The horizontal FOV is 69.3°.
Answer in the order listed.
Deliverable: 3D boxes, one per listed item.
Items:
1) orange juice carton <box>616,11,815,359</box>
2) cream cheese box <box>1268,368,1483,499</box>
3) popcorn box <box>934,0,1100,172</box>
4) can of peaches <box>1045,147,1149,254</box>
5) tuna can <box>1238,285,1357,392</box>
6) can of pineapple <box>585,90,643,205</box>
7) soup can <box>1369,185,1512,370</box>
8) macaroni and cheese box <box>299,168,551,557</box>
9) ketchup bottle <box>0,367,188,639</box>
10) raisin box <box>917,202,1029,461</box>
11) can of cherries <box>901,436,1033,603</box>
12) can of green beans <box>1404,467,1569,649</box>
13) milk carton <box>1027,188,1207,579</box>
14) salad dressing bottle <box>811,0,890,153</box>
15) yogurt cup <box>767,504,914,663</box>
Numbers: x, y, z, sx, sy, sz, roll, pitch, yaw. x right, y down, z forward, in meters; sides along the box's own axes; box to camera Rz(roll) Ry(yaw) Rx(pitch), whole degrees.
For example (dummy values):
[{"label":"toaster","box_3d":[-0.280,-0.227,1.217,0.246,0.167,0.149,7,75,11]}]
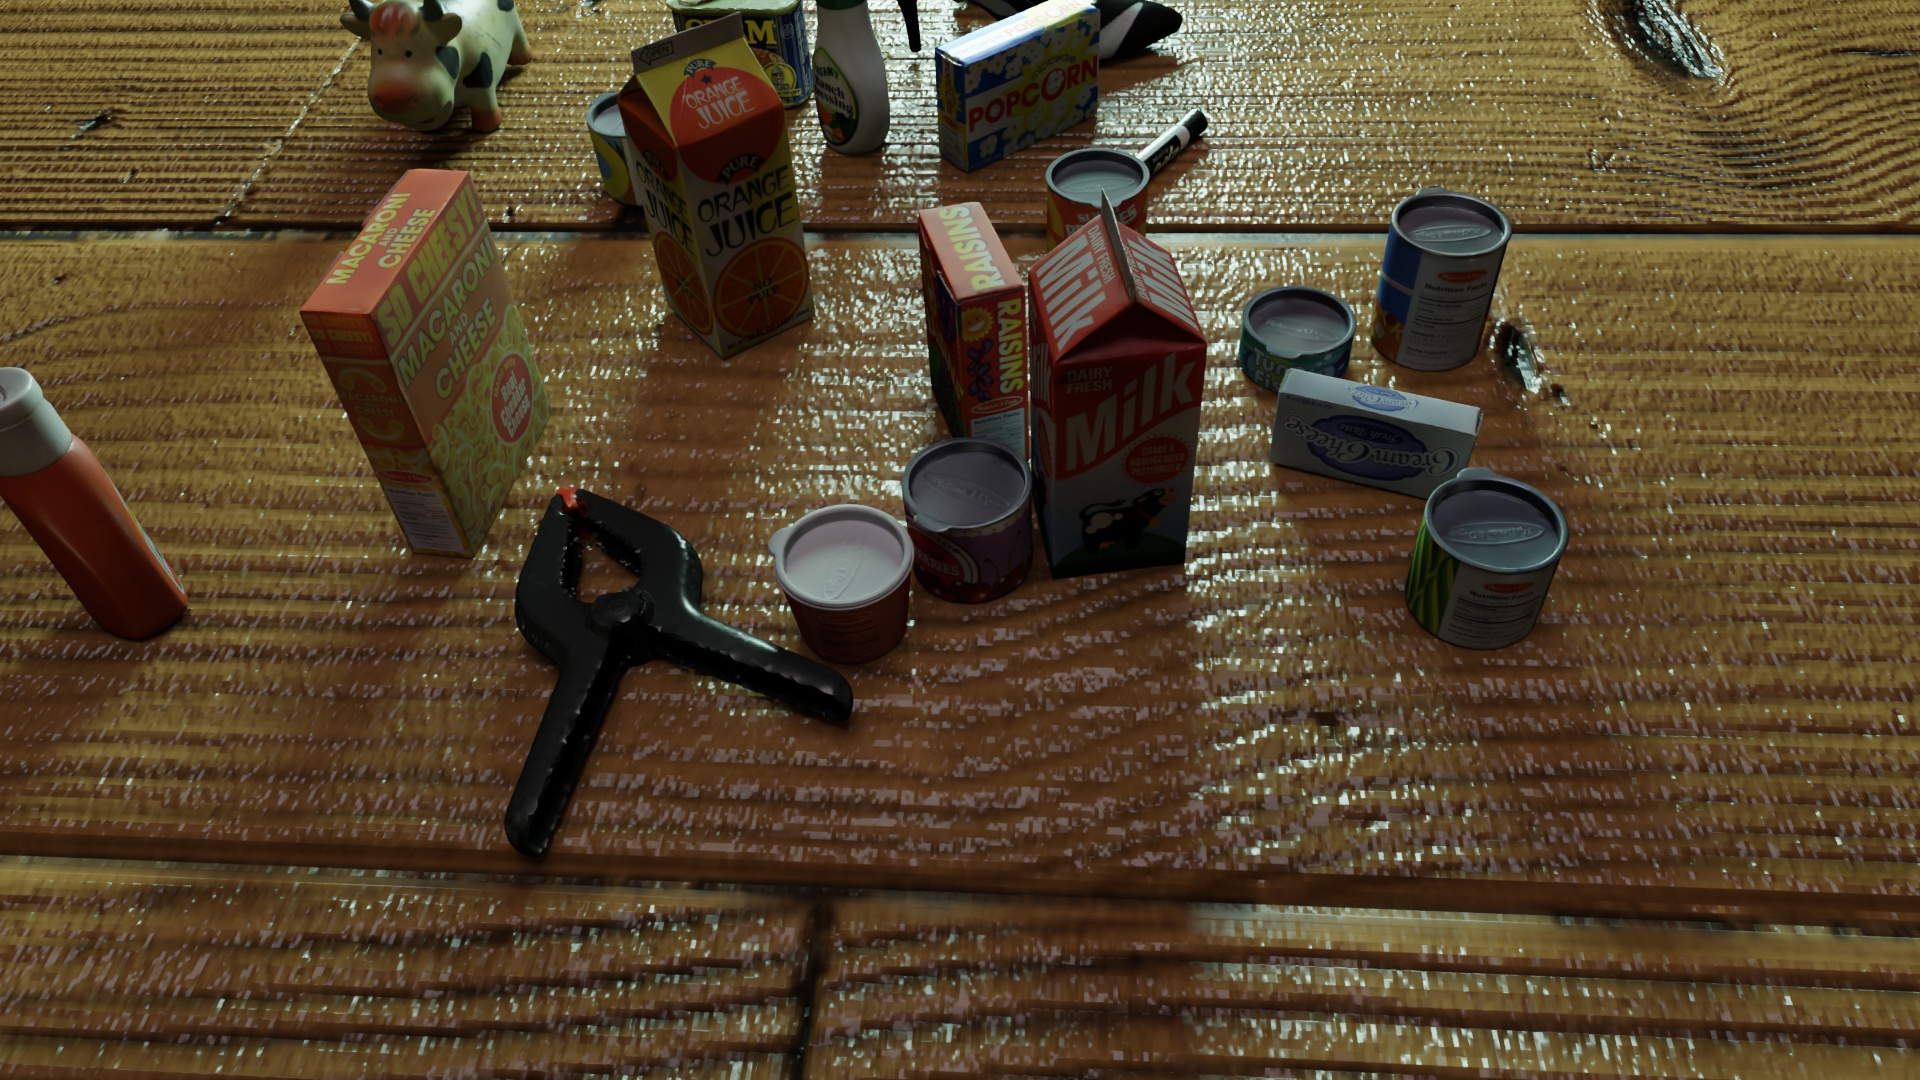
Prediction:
[{"label":"orange juice carton","box_3d":[-0.145,-0.212,0.825,0.072,0.191,0.073,-30,52,-23]},{"label":"cream cheese box","box_3d":[0.222,-0.056,0.749,0.104,0.053,0.024,15,49,17]},{"label":"popcorn box","box_3d":[0.042,-0.330,1.000,0.127,0.084,0.038,-31,52,-24]},{"label":"can of peaches","box_3d":[0.089,-0.212,0.903,0.071,0.057,0.071,-2,46,2]},{"label":"tuna can","box_3d":[0.198,-0.117,0.824,0.071,0.032,0.071,-2,46,2]},{"label":"can of pineapple","box_3d":[-0.227,-0.281,0.988,0.071,0.057,0.071,-2,46,2]},{"label":"soup can","box_3d":[0.280,-0.154,0.818,0.071,0.083,0.072,-2,46,2]},{"label":"macaroni and cheese box","box_3d":[-0.276,-0.092,0.736,0.040,0.165,0.124,4,47,8]},{"label":"ketchup bottle","box_3d":[-0.440,-0.017,0.686,0.065,0.148,0.044,29,55,27]},{"label":"raisin box","box_3d":[0.007,-0.111,0.766,0.040,0.122,0.086,-13,47,-8]},{"label":"can of cherries","box_3d":[0.003,-0.009,0.714,0.071,0.058,0.072,-2,46,2]},{"label":"can of green beans","box_3d":[0.256,0.011,0.681,0.071,0.057,0.071,-2,46,2]},{"label":"milk carton","box_3d":[0.074,-0.072,0.679,0.073,0.189,0.073,-7,46,-3]},{"label":"salad dressing bottle","box_3d":[-0.081,-0.349,0.983,0.044,0.146,0.064,-33,53,-25]},{"label":"yogurt cup","box_3d":[-0.055,0.024,0.689,0.072,0.053,0.073,-2,46,2]}]
